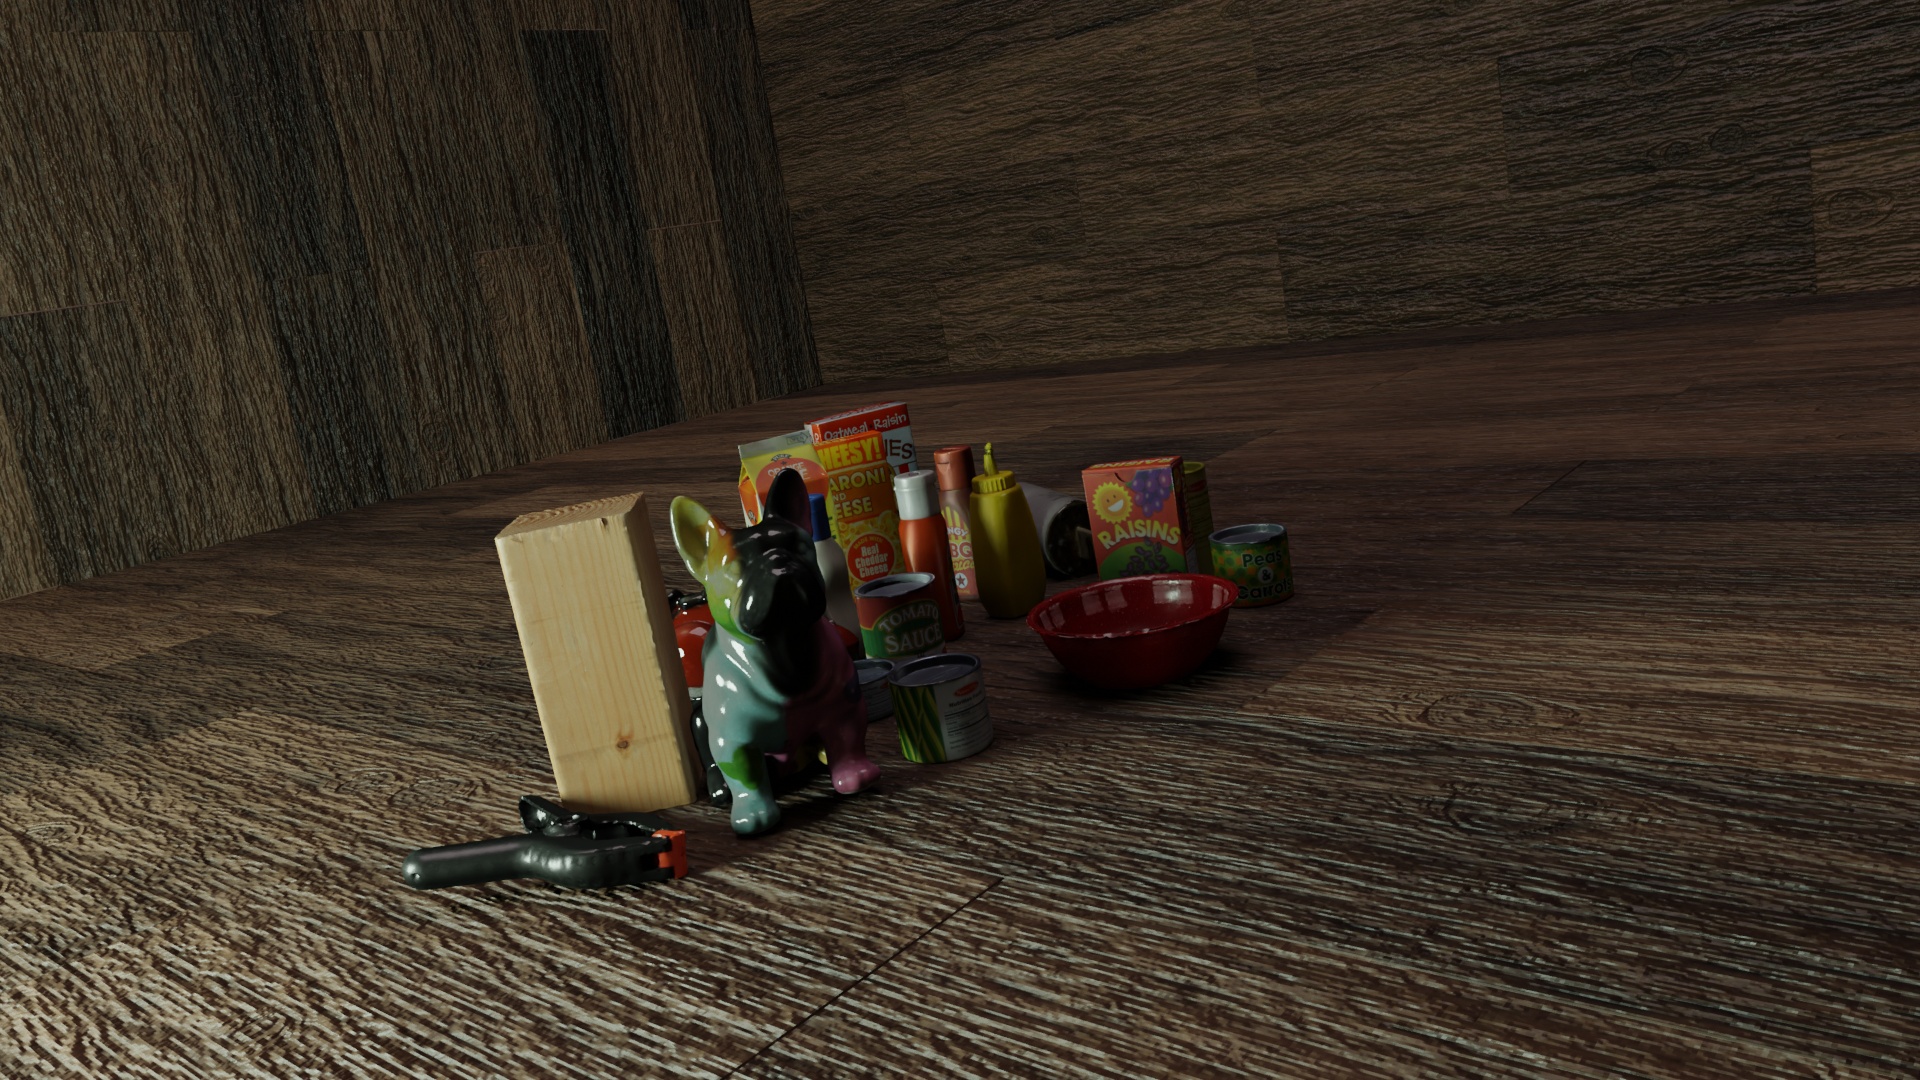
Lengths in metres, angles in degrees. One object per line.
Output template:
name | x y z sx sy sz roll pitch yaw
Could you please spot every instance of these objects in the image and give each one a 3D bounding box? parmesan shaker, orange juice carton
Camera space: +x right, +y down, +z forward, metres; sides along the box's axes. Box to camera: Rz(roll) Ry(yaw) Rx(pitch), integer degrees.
parmesan shaker | 0.199 -0.015 1.289 0.071 0.103 0.071 -10 12 2
orange juice carton | -0.158 -0.004 1.312 0.072 0.192 0.073 -14 12 -21

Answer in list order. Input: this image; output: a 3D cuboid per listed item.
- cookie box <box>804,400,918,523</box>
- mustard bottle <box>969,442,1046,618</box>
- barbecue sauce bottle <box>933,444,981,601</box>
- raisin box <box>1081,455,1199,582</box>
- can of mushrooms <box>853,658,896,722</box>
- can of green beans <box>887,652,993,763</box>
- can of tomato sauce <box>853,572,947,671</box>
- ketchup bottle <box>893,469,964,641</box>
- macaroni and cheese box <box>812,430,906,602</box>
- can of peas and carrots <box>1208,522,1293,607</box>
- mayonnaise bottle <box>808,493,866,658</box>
cookie box | -0.110 -0.072 1.647 0.123 0.167 0.040 -17 14 -32
mustard bottle | 0.038 -0.012 1.267 0.049 0.160 0.065 -1 15 39
barbecue sauce bottle | 0.005 -0.017 1.345 0.065 0.148 0.044 1 16 42
raisin box | 0.162 -0.010 1.245 0.086 0.123 0.040 -4 13 27
can of mushrooms | -0.080 0.116 1.074 0.071 0.033 0.071 -10 12 2
can of green beans | -0.013 0.116 0.964 0.071 0.057 0.071 -10 12 2
can of tomato sauce | -0.046 0.075 1.120 0.071 0.083 0.071 -10 12 2
ketchup bottle | -0.030 0.013 1.235 0.043 0.148 0.065 -10 12 0
macaroni and cheese box | -0.128 -0.019 1.419 0.124 0.166 0.040 -14 12 -18
can of peas and carrots | 0.250 0.021 1.186 0.071 0.058 0.071 -10 12 2
mayonnaise bottle | -0.123 0.034 1.214 0.041 0.147 0.064 -20 15 -41
